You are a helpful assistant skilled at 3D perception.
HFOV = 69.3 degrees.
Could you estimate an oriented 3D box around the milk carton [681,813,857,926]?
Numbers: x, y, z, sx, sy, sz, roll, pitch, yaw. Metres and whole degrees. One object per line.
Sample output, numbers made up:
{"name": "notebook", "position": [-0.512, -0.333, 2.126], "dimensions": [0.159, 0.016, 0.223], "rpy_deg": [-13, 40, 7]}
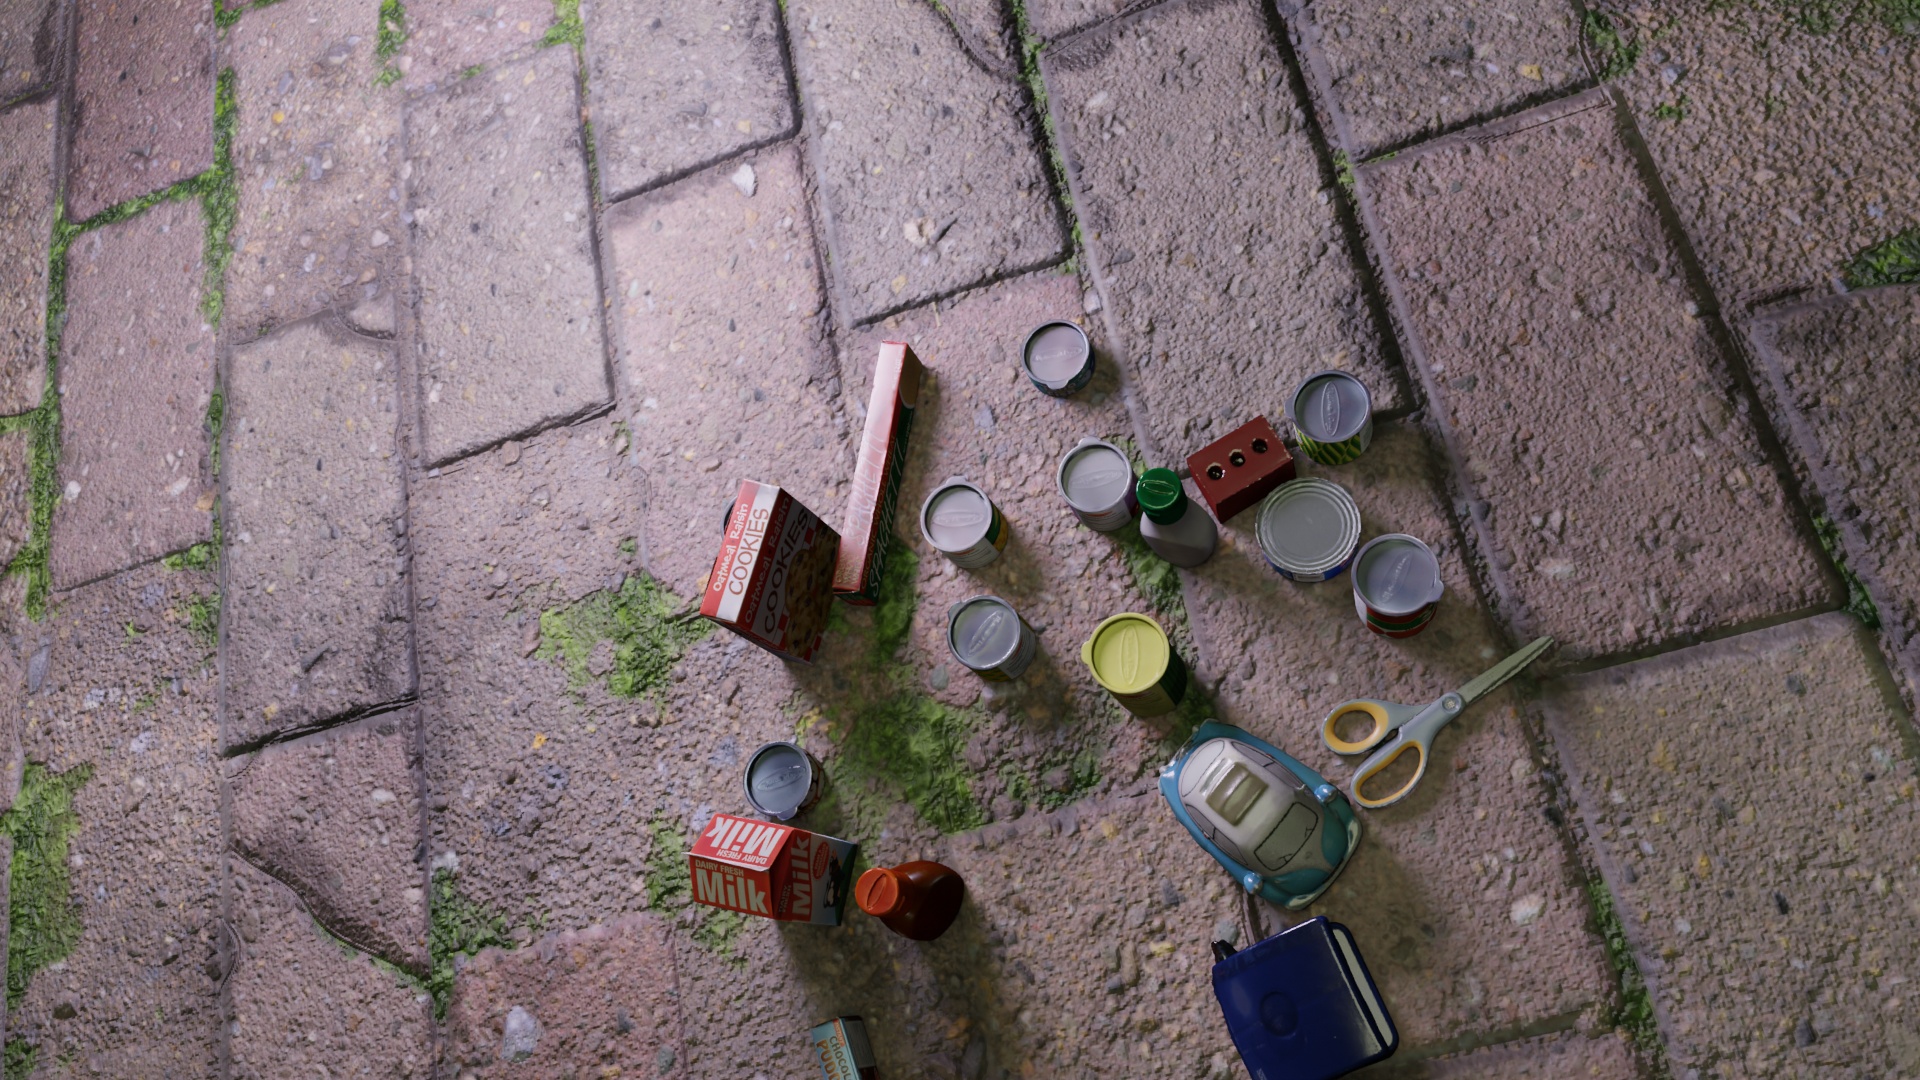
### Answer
{"name": "milk carton", "position": [-0.155, 0.269, 1.135], "dimensions": [0.072, 0.190, 0.073], "rpy_deg": [6, 75, 19]}

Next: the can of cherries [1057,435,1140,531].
{"name": "can of cherries", "position": [0.124, -0.050, 1.227], "dimensions": [0.071, 0.058, 0.071], "rpy_deg": [-5, 71, 16]}

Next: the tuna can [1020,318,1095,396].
{"name": "tuna can", "position": [0.091, -0.167, 1.291], "dimensions": [0.071, 0.032, 0.071], "rpy_deg": [-5, 71, 16]}

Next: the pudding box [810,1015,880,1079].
{"name": "pudding box", "position": [-0.090, 0.435, 1.137], "dimensions": [0.030, 0.049, 0.084], "rpy_deg": [-25, 67, 9]}

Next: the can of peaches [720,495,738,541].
{"name": "can of peaches", "position": [-0.184, -0.011, 1.310], "dimensions": [0.071, 0.058, 0.071], "rpy_deg": [-5, 71, 16]}

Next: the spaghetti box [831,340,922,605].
{"name": "spaghetti box", "position": [-0.077, -0.063, 1.299], "dimensions": [0.029, 0.050, 0.250], "rpy_deg": [5, 74, 19]}

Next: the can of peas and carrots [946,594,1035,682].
{"name": "can of peas and carrots", "position": [0.026, 0.085, 1.213], "dimensions": [0.071, 0.058, 0.071], "rpy_deg": [-5, 71, 16]}

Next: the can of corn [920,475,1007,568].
{"name": "can of corn", "position": [0.004, -0.016, 1.253], "dimensions": [0.071, 0.058, 0.071], "rpy_deg": [-5, 71, 16]}

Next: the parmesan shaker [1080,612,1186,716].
{"name": "parmesan shaker", "position": [0.145, 0.104, 1.145], "dimensions": [0.071, 0.103, 0.071], "rpy_deg": [-5, 71, 16]}

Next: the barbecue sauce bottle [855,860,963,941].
{"name": "barbecue sauce bottle", "position": [-0.041, 0.287, 1.117], "dimensions": [0.044, 0.148, 0.065], "rpy_deg": [24, 81, 23]}

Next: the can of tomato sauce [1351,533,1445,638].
{"name": "can of tomato sauce", "position": [0.351, 0.039, 1.114], "dimensions": [0.071, 0.083, 0.071], "rpy_deg": [-5, 71, 16]}

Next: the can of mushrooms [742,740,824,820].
{"name": "can of mushrooms", "position": [-0.157, 0.217, 1.239], "dimensions": [0.071, 0.033, 0.071], "rpy_deg": [-5, 71, 16]}

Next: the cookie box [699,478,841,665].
{"name": "cookie box", "position": [-0.161, 0.031, 1.229], "dimensions": [0.040, 0.167, 0.123], "rpy_deg": [11, 76, 20]}

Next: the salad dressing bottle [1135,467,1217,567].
{"name": "salad dressing bottle", "position": [0.176, -0.019, 1.152], "dimensions": [0.064, 0.147, 0.044], "rpy_deg": [14, 78, 21]}

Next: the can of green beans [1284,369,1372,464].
{"name": "can of green beans", "position": [0.317, -0.104, 1.186], "dimensions": [0.071, 0.057, 0.071], "rpy_deg": [-5, 71, 16]}
